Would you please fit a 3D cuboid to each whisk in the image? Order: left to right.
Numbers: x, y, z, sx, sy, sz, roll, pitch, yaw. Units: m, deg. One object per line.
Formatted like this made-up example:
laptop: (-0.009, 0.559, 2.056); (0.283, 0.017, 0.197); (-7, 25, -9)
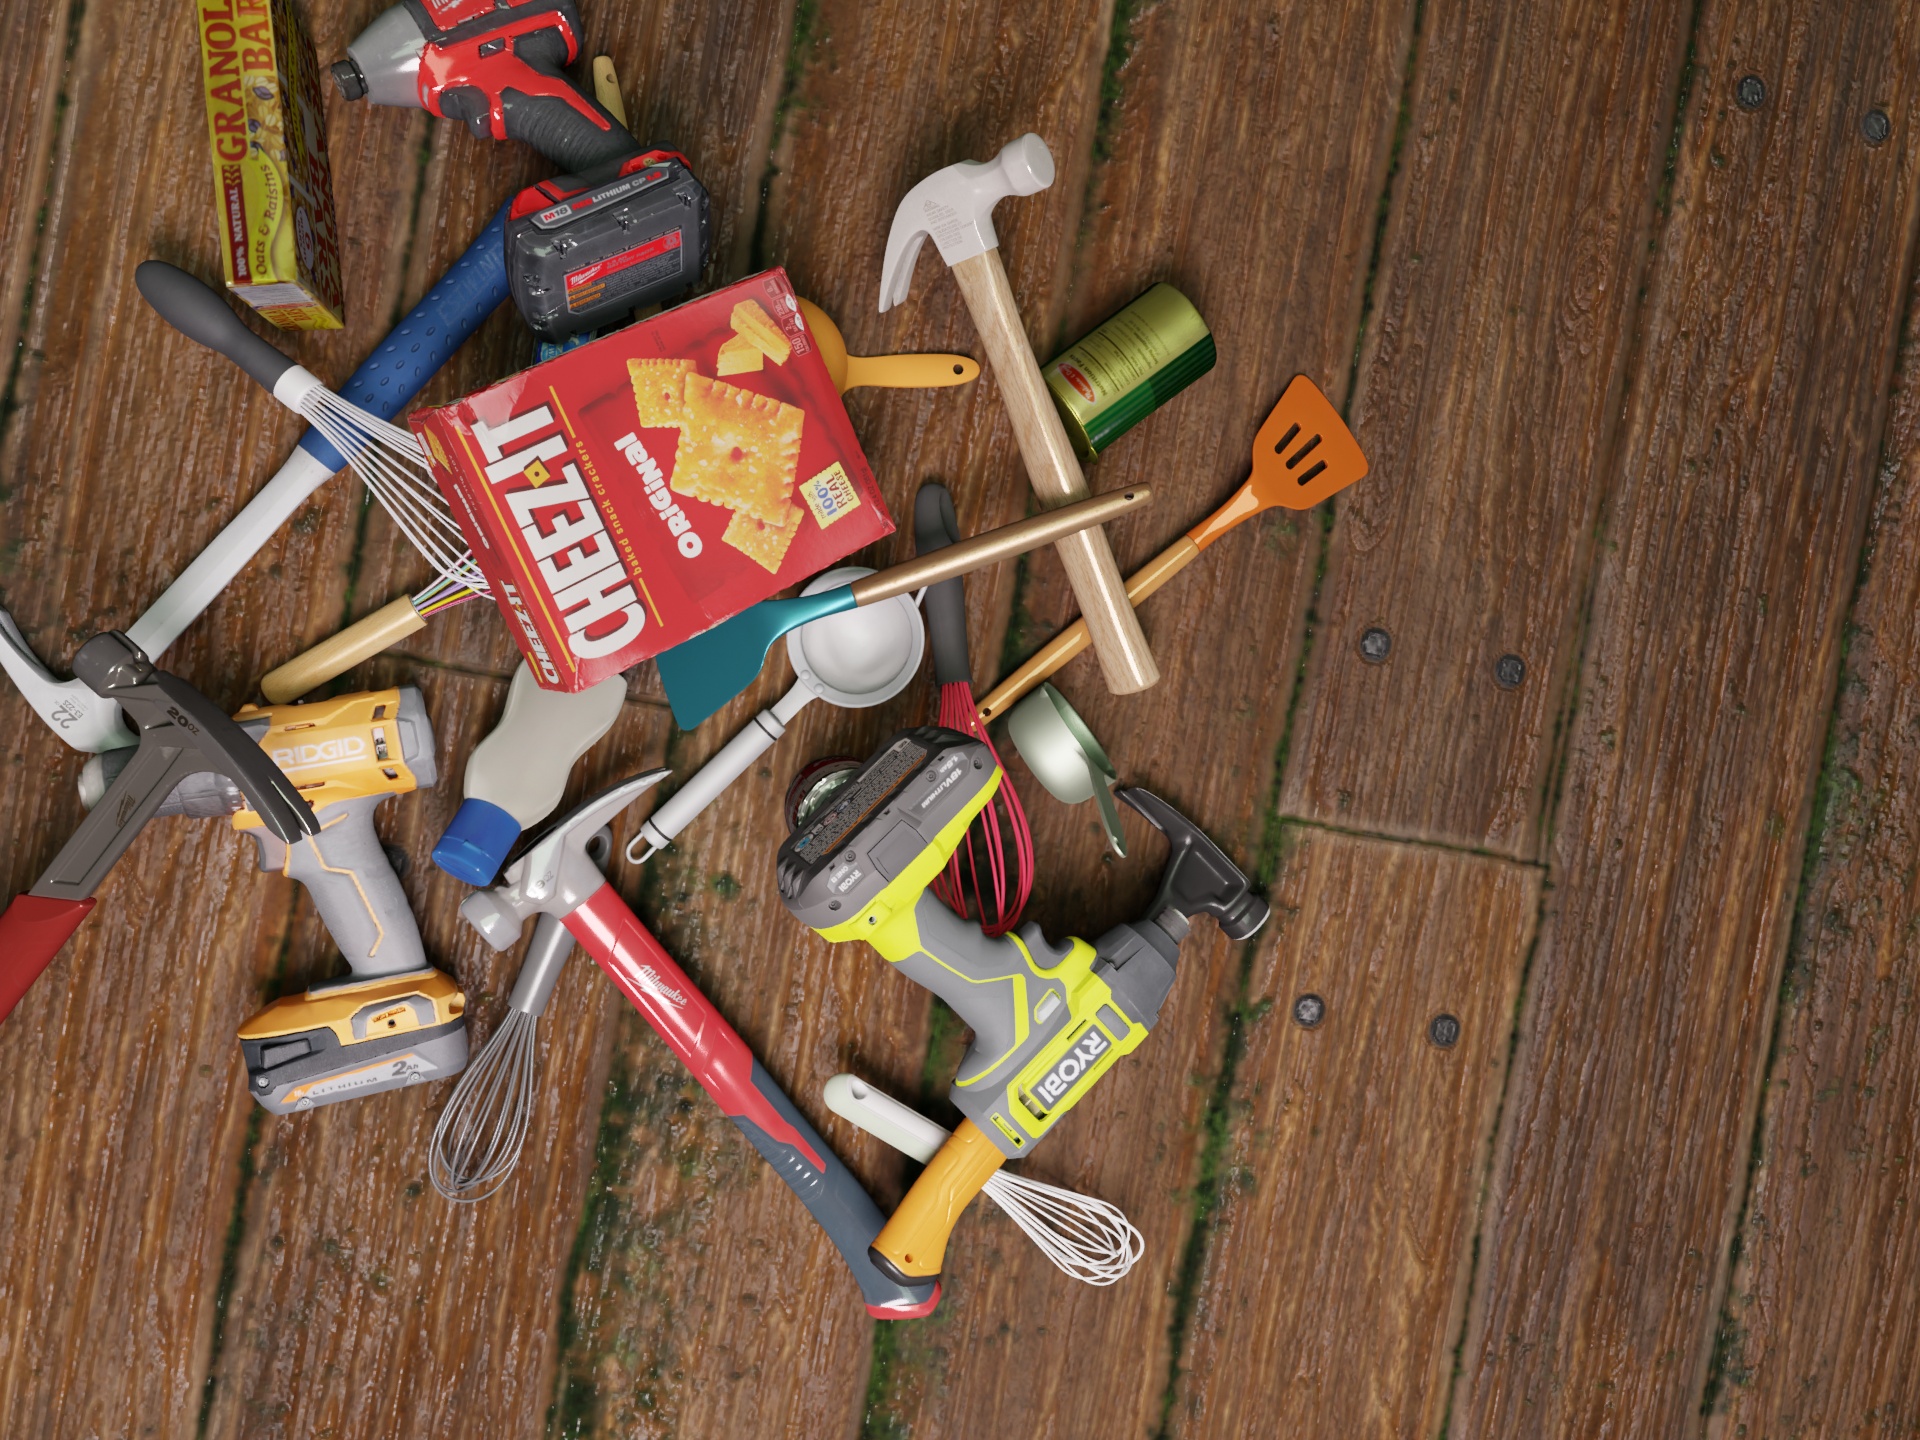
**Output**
whisk: (-0.344, -0.164, 0.887); (0.284, 0.070, 0.070); (38, 86, -2)
whisk: (-0.304, -0.079, 0.947); (0.245, 0.051, 0.047); (-31, 76, -4)
whisk: (-0.259, 0.174, 0.959); (0.055, 0.055, 0.239); (22, 84, -10)
whisk: (-0.002, -0.003, 0.981); (0.073, 0.073, 0.296); (-6, 83, -10)
whisk: (0.016, 0.285, 0.994); (0.246, 0.058, 0.059); (35, 125, -18)

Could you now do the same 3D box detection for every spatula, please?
spatula: (-0.037, -0.083, 0.946); (0.317, 0.044, 0.082); (-19, 80, 4)
spatula: (0.129, -0.099, 1.030); (0.322, 0.041, 0.081); (-39, 99, -2)

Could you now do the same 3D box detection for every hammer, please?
hammer: (-0.499, 0.127, 0.857); (0.149, 0.037, 0.359); (44, 104, 2)
hammer: (-0.388, -0.149, 0.927); (0.144, 0.035, 0.405); (42, 85, -9)
hammer: (-0.123, 0.211, 0.971); (0.143, 0.038, 0.386); (-41, 104, -15)
hammer: (0.047, -0.168, 0.957); (0.031, 0.130, 0.331); (-40, 113, -50)
hammer: (0.054, 0.198, 0.981); (0.127, 0.034, 0.337); (45, 70, -10)

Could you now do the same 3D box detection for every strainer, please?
strainer: (-0.112, -0.004, 0.981); (0.258, 0.050, 0.087); (-44, 85, 0)

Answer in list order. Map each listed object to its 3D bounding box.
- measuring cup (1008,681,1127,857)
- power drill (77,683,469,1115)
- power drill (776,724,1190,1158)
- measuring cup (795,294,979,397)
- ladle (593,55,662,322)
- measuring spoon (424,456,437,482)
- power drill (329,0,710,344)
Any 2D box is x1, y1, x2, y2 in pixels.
measuring cup: (0.067, 0.040, 0.956); (0.038, 0.168, 0.083); (-35, 119, 13)
power drill: (-0.382, 0.102, 0.903); (0.185, 0.084, 0.226); (-10, 94, -19)
power drill: (0.019, 0.115, 0.897); (0.171, 0.080, 0.223); (-44, 111, -10)
measuring cup: (-0.070, -0.217, 0.972); (0.173, 0.052, 0.095); (-3, 93, -8)
ladle: (-0.189, -0.244, 0.962); (0.069, 0.031, 0.315); (-11, 92, -41)
measuring spoon: (-0.260, -0.160, 0.963); (0.124, 0.018, 0.034); (-7, 94, -17)
power drill: (-0.246, -0.325, 0.888); (0.143, 0.078, 0.220); (-29, 72, -20)
